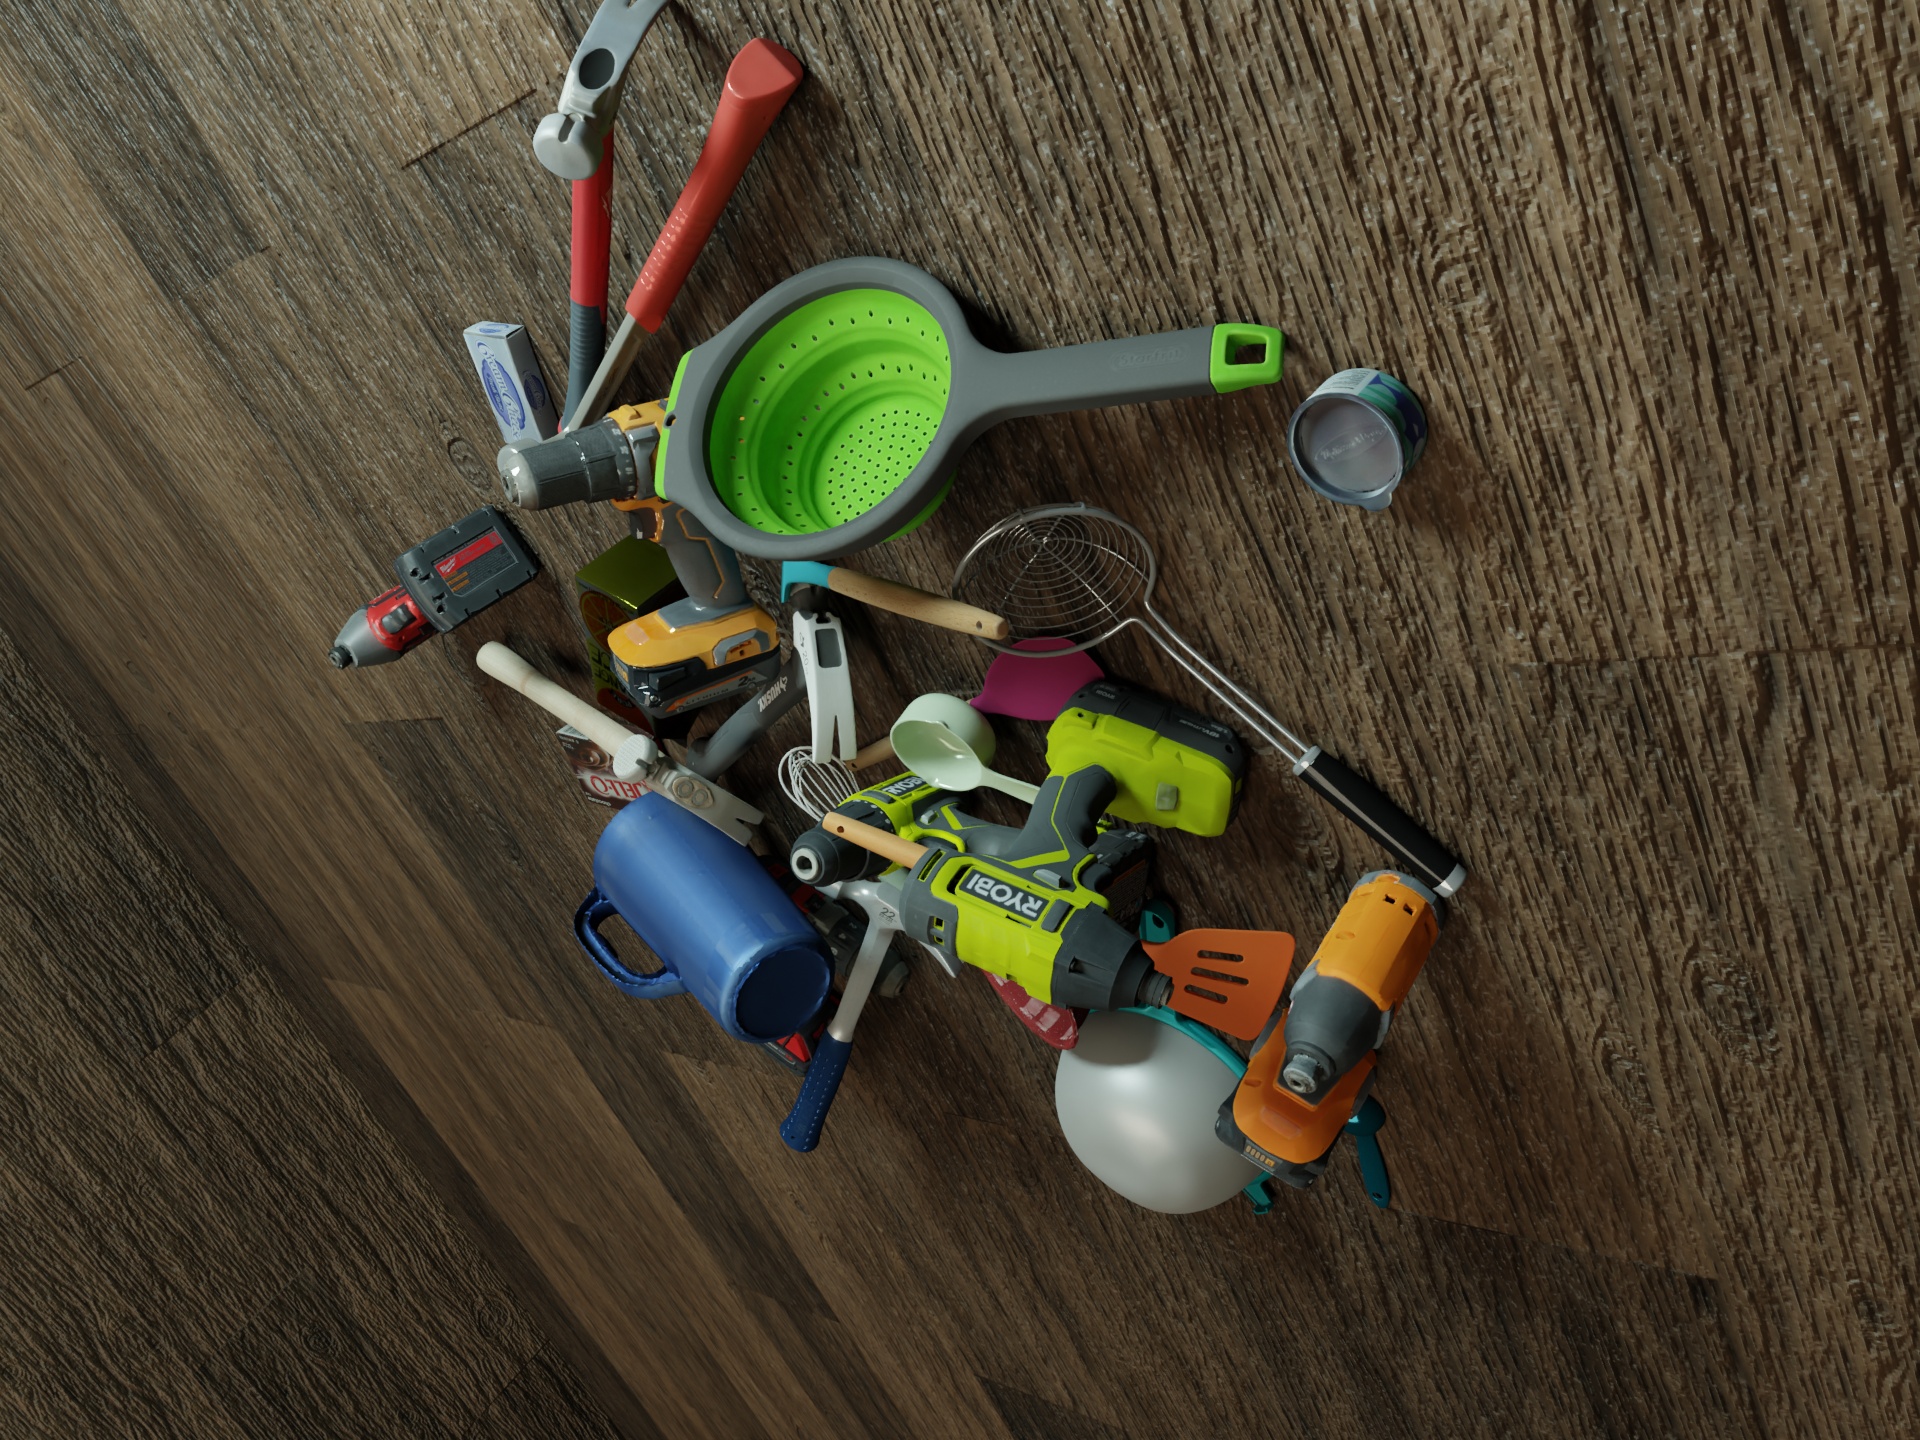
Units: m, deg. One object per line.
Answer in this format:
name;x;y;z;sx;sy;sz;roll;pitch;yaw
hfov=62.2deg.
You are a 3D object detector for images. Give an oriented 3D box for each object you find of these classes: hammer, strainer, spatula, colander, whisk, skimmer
hammer;-0.191;-0.292;1.050;0.037;0.149;0.359;47;132;4
hammer;-0.329;0.005;1.432;0.146;0.038;0.411;37;173;-41
hammer;-0.248;-0.316;1.090;0.038;0.143;0.386;19;155;-6
strainer;0.145;0.286;1.268;0.211;0.095;0.340;20;138;30
hammer;-0.103;0.285;1.457;0.144;0.035;0.405;29;134;8
hammer;-0.166;0.001;1.311;0.334;0.035;0.146;-35;64;59
spatula;0.057;0.123;1.055;0.323;0.041;0.081;21;108;14
spatula;-0.059;-0.091;1.050;0.318;0.044;0.082;23;112;52
colander;0.007;-0.178;0.957;0.397;0.205;0.094;-1;160;26
whisk;-0.069;0.118;1.358;0.059;0.058;0.246;-30;108;22
skimmer;0.158;-0.001;0.982;0.363;0.090;0.127;41;129;4

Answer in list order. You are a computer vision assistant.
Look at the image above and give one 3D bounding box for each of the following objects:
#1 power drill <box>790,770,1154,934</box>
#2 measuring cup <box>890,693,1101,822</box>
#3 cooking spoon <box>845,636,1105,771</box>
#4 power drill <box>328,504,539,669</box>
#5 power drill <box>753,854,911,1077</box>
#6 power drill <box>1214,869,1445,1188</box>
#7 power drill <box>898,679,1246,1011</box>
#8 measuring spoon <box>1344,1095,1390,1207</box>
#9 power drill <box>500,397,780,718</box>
power drill;0.007;0.103;1.156;0.229;0.190;0.080;16;108;26
measuring cup;0.031;0.030;1.165;0.167;0.038;0.083;22;145;11
cooking spoon;-0.002;-0.004;1.197;0.068;0.017;0.319;45;145;-16
power drill;-0.496;-0.111;1.472;0.219;0.143;0.078;-20;107;49
power drill;-0.140;0.247;1.528;0.188;0.080;0.226;32;139;17
power drill;0.239;0.220;1.058;0.084;0.164;0.226;29;143;18
power drill;0.088;0.083;1.013;0.171;0.223;0.080;21;137;21
measuring spoon;0.308;0.334;1.216;0.042;0.021;0.128;7;128;40
power drill;-0.220;-0.117;1.133;0.084;0.185;0.226;41;142;45
